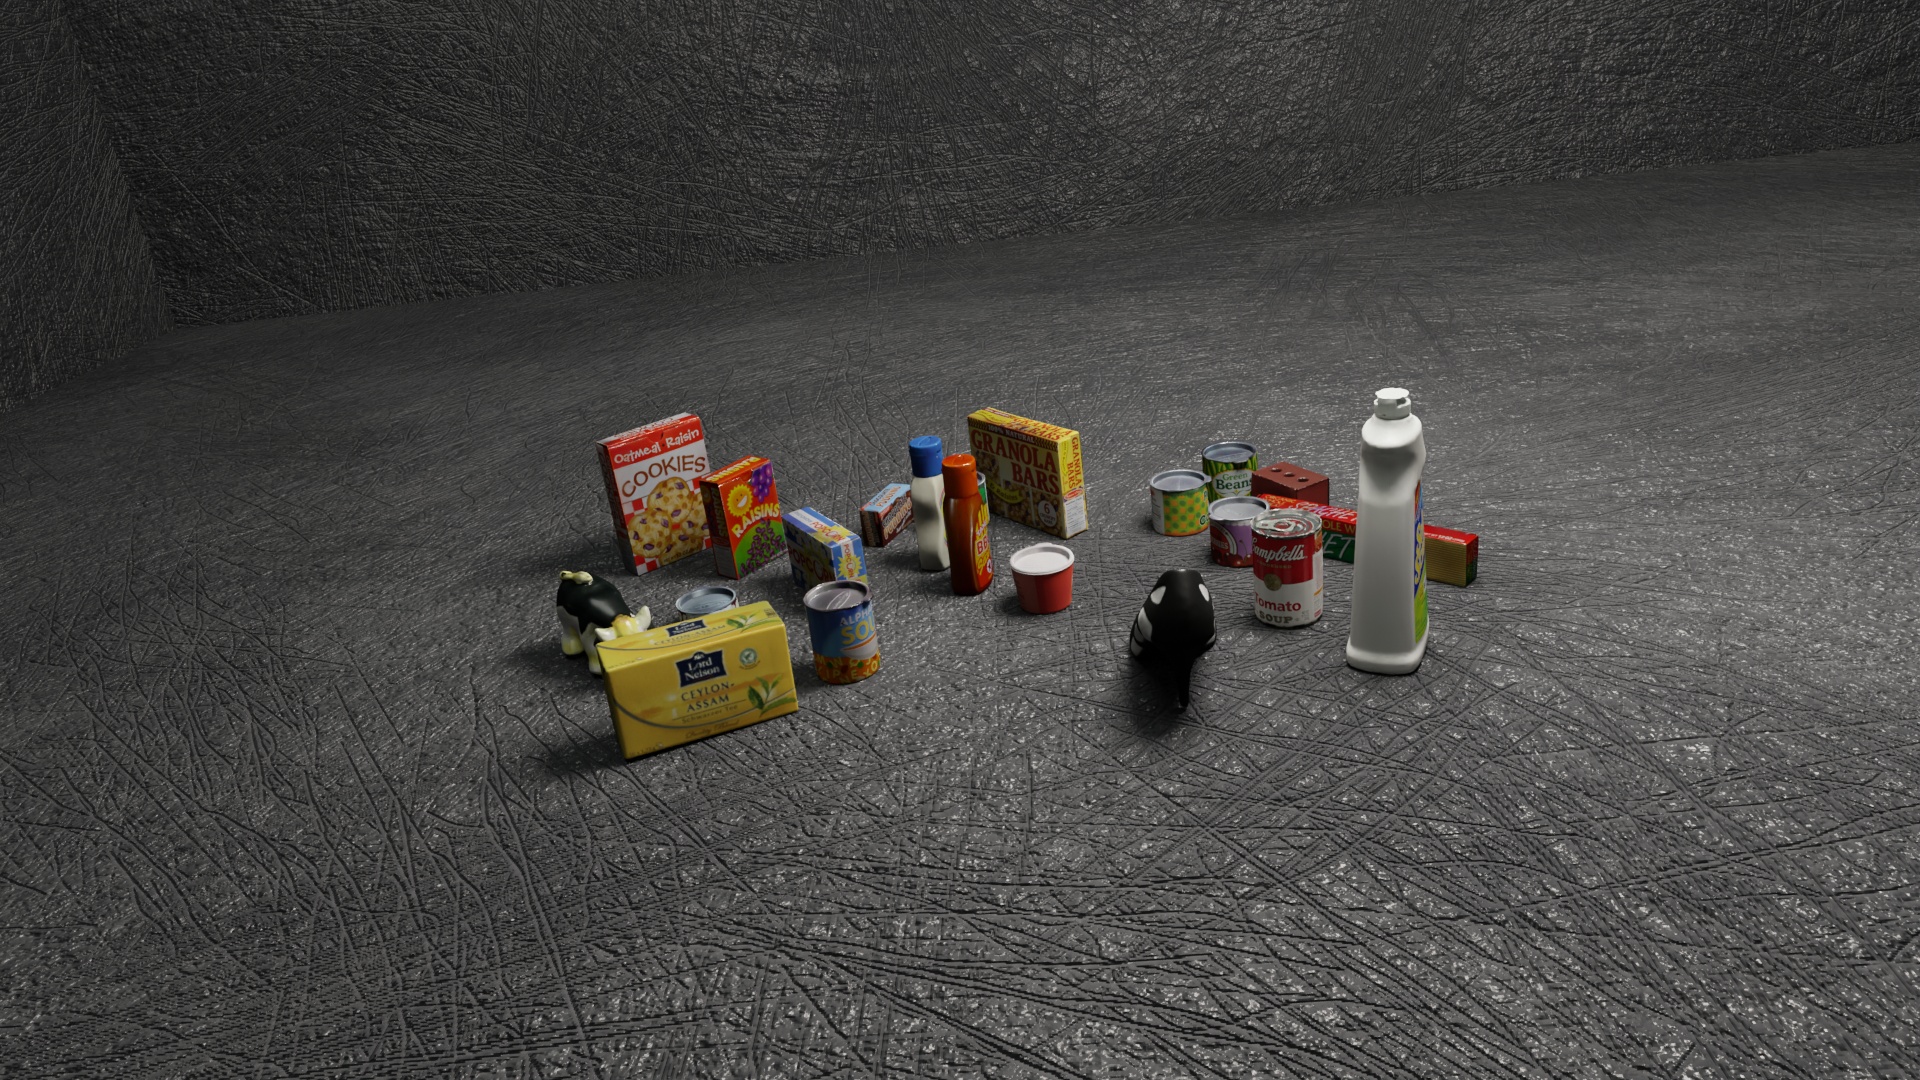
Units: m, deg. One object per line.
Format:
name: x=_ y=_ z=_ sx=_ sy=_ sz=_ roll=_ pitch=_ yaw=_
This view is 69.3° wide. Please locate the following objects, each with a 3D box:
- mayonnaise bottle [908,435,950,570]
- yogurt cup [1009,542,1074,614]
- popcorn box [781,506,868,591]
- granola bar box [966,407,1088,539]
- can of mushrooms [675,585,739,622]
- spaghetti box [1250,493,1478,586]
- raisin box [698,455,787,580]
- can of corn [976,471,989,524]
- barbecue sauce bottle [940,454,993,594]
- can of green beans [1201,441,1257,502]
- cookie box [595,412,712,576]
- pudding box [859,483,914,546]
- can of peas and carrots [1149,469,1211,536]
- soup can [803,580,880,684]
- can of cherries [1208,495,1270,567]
mayonnaise bottle: x=-0.031 y=-0.044 z=1.574 sx=0.041 sy=0.147 sz=0.065 roll=2 pitch=25 yaw=20
yogurt cup: x=0.088 y=0.042 z=1.463 sx=0.072 sy=0.053 sz=0.073 roll=-6 pitch=24 yaw=3
popcorn box: x=-0.150 y=0.021 z=1.539 sx=0.038 sy=0.085 sz=0.127 roll=-20 pitch=27 yaw=-27
granola bar box: x=0.080 y=-0.083 z=1.660 sx=0.039 sy=0.123 sz=0.166 roll=-23 pitch=28 yaw=-33
can of mushrooms: x=-0.274 y=0.077 z=1.513 sx=0.071 sy=0.033 sz=0.071 roll=-6 pitch=24 yaw=3
spaghetti box: x=0.422 y=-0.003 z=1.474 sx=0.250 sy=0.050 sz=0.029 roll=14 pitch=31 yaw=40
raisin box: x=-0.255 y=-0.028 z=1.632 sx=0.040 sy=0.123 sz=0.086 roll=12 pitch=30 yaw=37
can of corn: x=-0.002 y=-0.046 z=1.682 sx=0.071 sy=0.058 sz=0.071 roll=-6 pitch=24 yaw=3
barbecue sauce bottle: x=0.005 y=-0.019 z=1.507 sx=0.043 sy=0.148 sz=0.065 roll=0 pitch=25 yaw=17
can of green beans: x=0.324 y=-0.081 z=1.668 sx=0.071 sy=0.057 sz=0.071 roll=-6 pitch=24 yaw=3
cookie box: x=-0.359 y=-0.057 z=1.674 sx=0.123 sy=0.166 sz=0.040 roll=-24 pitch=28 yaw=-33
pudding box: x=-0.089 y=-0.032 z=1.685 sx=0.030 sy=0.049 sz=0.084 roll=5 pitch=26 yaw=26
can of peas and carrots: x=0.256 y=-0.044 z=1.603 sx=0.071 sy=0.058 sz=0.071 roll=-6 pitch=24 yaw=3
soup can: x=-0.114 y=0.091 z=1.374 sx=0.071 sy=0.083 sz=0.071 roll=-6 pitch=24 yaw=3
can of cherries: x=0.302 y=-0.009 z=1.512 sx=0.071 sy=0.058 sz=0.072 roll=-6 pitch=24 yaw=3
